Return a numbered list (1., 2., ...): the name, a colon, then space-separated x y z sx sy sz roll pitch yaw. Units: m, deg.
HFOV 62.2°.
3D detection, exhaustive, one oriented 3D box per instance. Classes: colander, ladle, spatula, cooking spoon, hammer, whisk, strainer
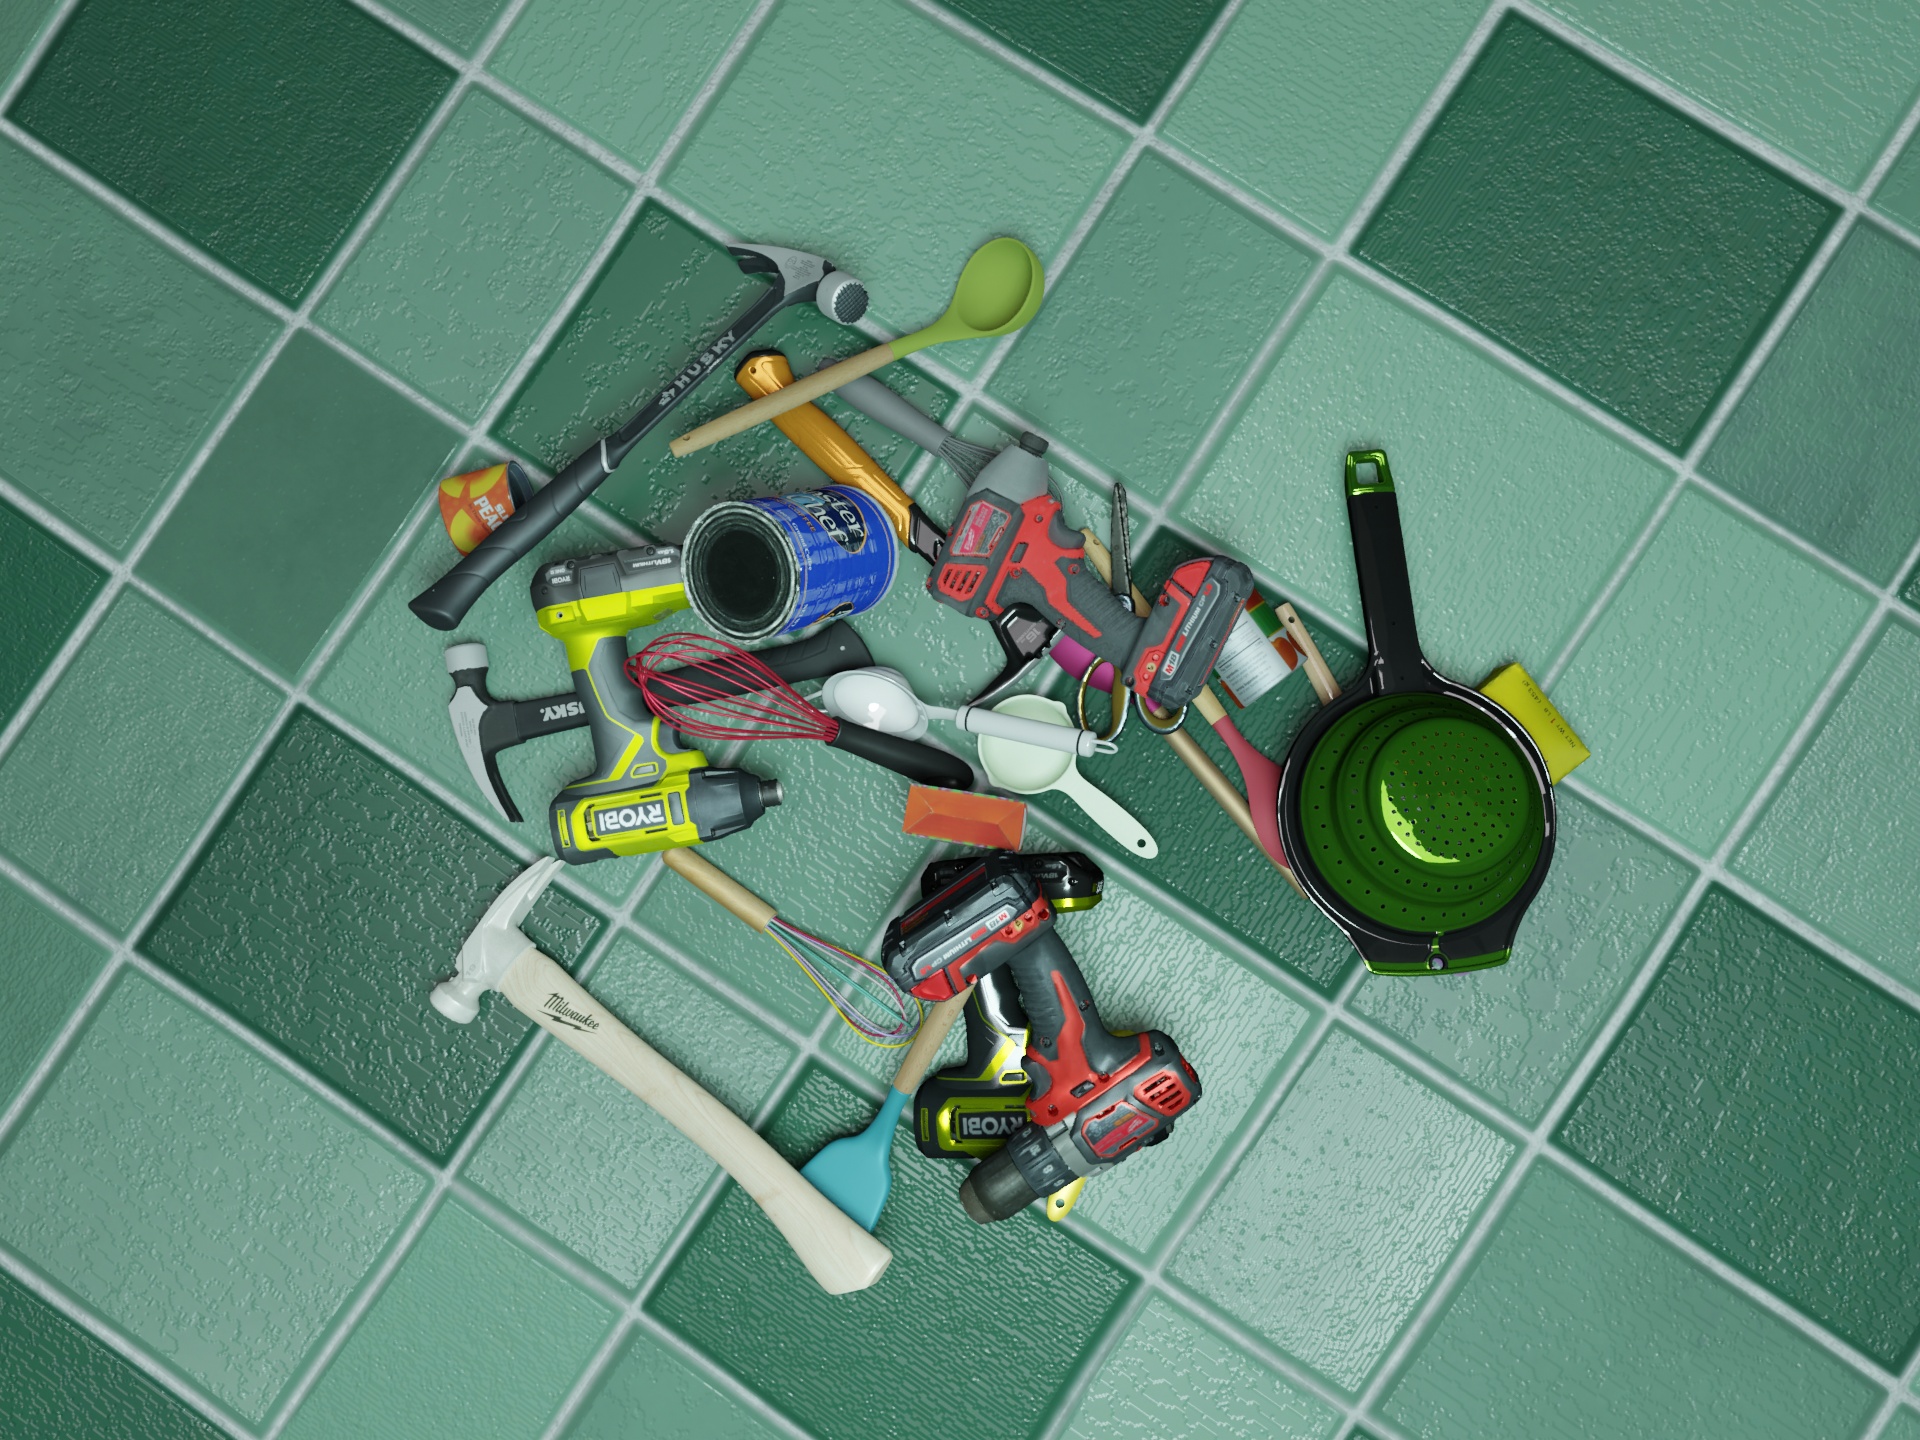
1. colander: 0.326 -0.020 1.139 0.204 0.094 0.397 -5 77 -1
2. ladle: -0.080 -0.282 1.225 0.320 0.062 0.078 -26 59 -9
3. ladle: 0.185 -0.022 1.230 0.069 0.031 0.315 -29 80 -34
4. spatula: 0.321 0.051 1.225 0.060 0.018 0.316 -27 86 -1
5. cooking spoon: 0.168 0.012 1.236 0.069 0.017 0.319 -40 84 0
6. hammer: -0.059 -0.162 1.248 0.337 0.034 0.127 45 97 7
7. whisk: -0.133 0.172 1.230 0.245 0.051 0.047 35 94 8
8. hammer: -0.256 -0.217 1.205 0.409 0.036 0.149 -45 50 -8
9. whisk: -0.016 -0.216 1.248 0.239 0.055 0.055 35 89 9
10. strainer: -0.002 -0.004 1.200 0.258 0.086 0.050 12 55 23
11. whisk: -0.111 0.002 1.171 0.295 0.073 0.073 21 87 -30
12. hammer: -0.211 0.271 1.189 0.411 0.038 0.146 35 88 17
13. spatula: -0.034 0.250 1.155 0.082 0.044 0.317 33 104 21
14. hammer: -0.232 -0.018 1.252 0.335 0.035 0.146 -12 85 2

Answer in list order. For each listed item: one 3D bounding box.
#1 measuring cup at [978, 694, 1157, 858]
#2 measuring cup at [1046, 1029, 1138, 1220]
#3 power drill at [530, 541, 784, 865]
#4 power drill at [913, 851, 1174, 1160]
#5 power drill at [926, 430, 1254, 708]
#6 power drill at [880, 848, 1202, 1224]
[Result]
1. measuring cup: 0.086 0.049 1.229 0.167 0.038 0.083 41 89 3
2. measuring cup: 0.103 0.311 1.212 0.062 0.029 0.156 25 85 4
3. power drill: -0.232 -0.014 1.198 0.171 0.080 0.223 -10 88 1
4. power drill: 0.058 0.215 1.186 0.190 0.080 0.228 -5 87 16
5. power drill: 0.096 -0.111 1.165 0.220 0.078 0.143 27 100 12
6. power drill: 0.035 0.225 1.100 0.188 0.080 0.226 -35 99 4
